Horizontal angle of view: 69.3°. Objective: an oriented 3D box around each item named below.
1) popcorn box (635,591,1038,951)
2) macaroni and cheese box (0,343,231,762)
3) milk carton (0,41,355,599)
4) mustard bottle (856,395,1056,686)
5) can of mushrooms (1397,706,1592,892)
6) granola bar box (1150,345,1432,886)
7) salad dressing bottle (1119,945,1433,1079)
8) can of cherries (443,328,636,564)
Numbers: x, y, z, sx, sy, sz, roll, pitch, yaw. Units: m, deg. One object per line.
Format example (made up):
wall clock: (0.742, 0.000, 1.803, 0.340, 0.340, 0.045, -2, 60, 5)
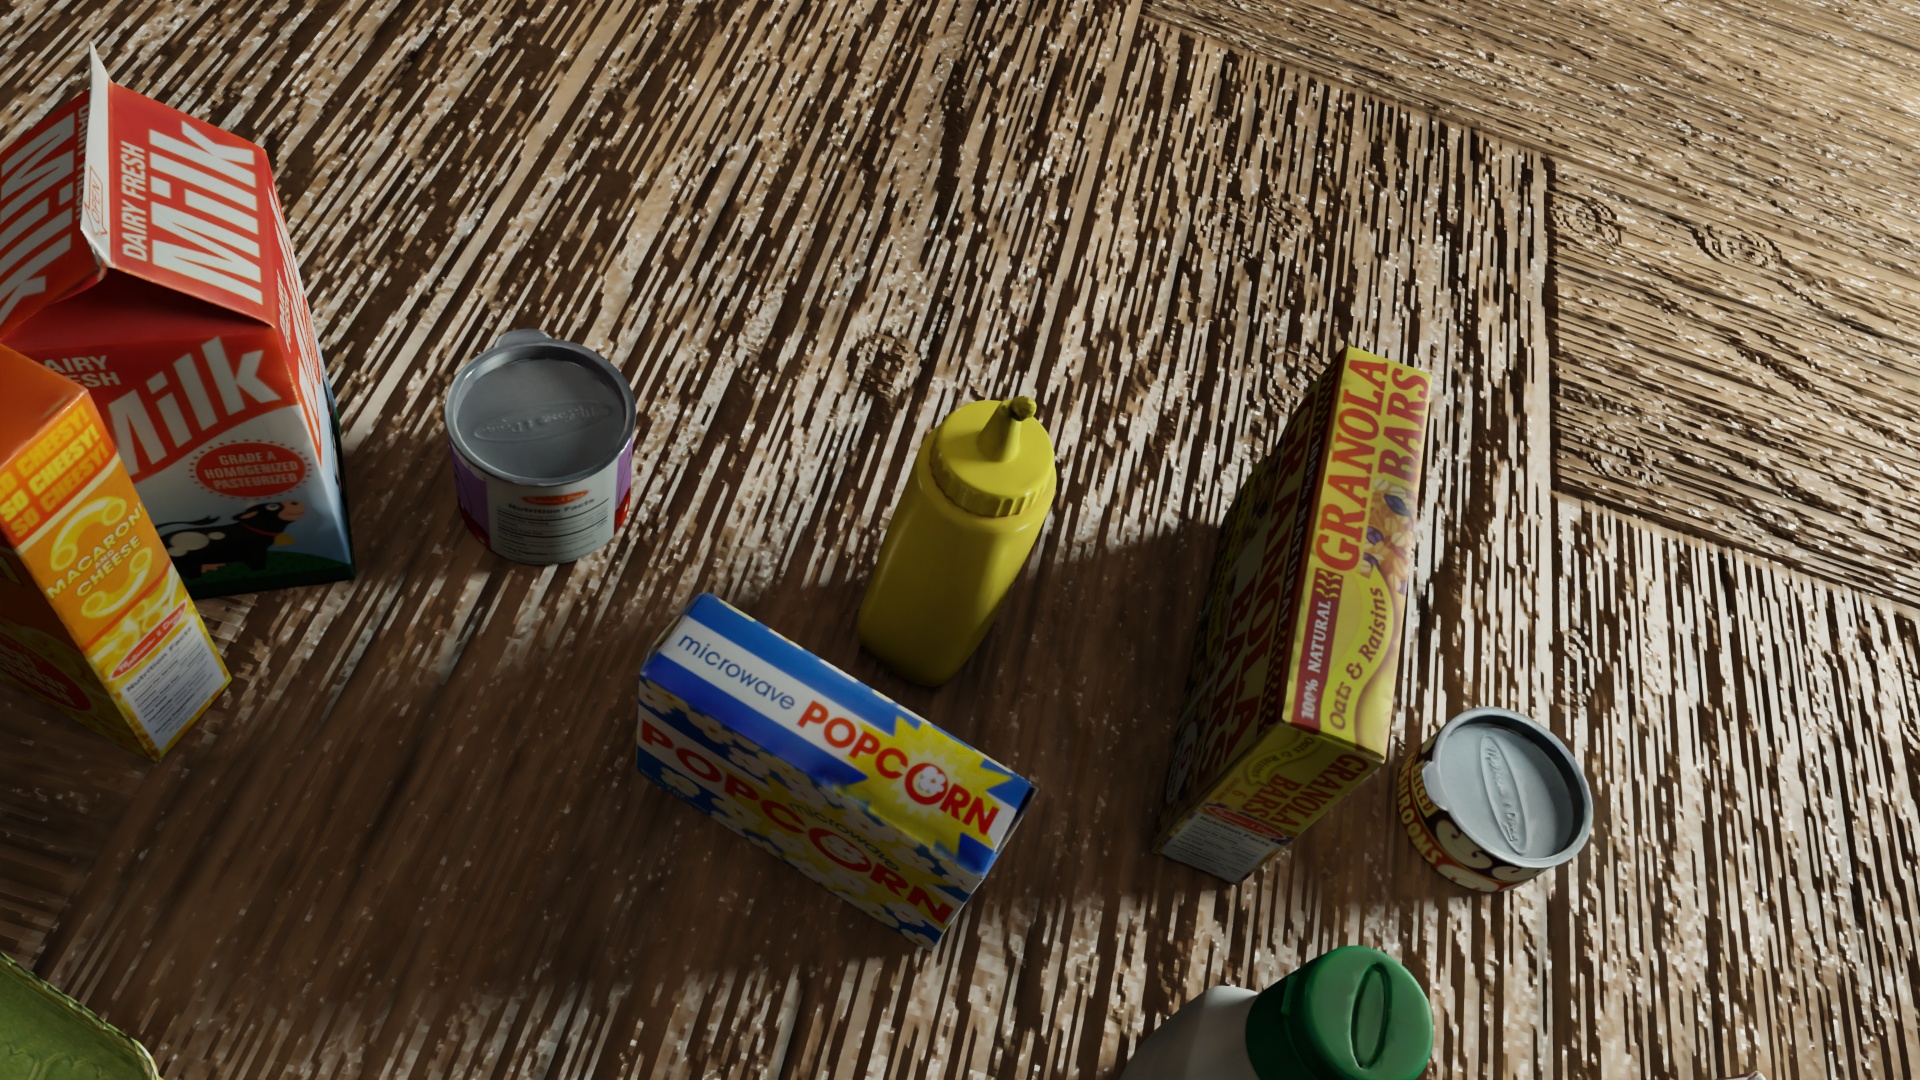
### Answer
popcorn box: (-0.046, 0.079, 0.464, 0.127, 0.084, 0.038, 30, 56, 5)
macaroni and cheese box: (-0.295, -0.008, 0.406, 0.124, 0.165, 0.040, 27, 56, 3)
milk carton: (-0.244, -0.057, 0.435, 0.073, 0.189, 0.072, -8, 61, -19)
mustard bottle: (0.002, -0.006, 0.485, 0.049, 0.159, 0.065, 29, 56, 4)
can of mushrooms: (0.206, 0.102, 0.545, 0.071, 0.033, 0.071, 7, 57, -10)
granola bar box: (0.122, 0.028, 0.516, 0.039, 0.123, 0.166, 20, 56, -1)
salad dressing bottle: (0.087, 0.158, 0.411, 0.044, 0.147, 0.064, 23, 56, 1)
can of cherries: (-0.157, -0.035, 0.523, 0.071, 0.058, 0.072, 7, 57, -10)
